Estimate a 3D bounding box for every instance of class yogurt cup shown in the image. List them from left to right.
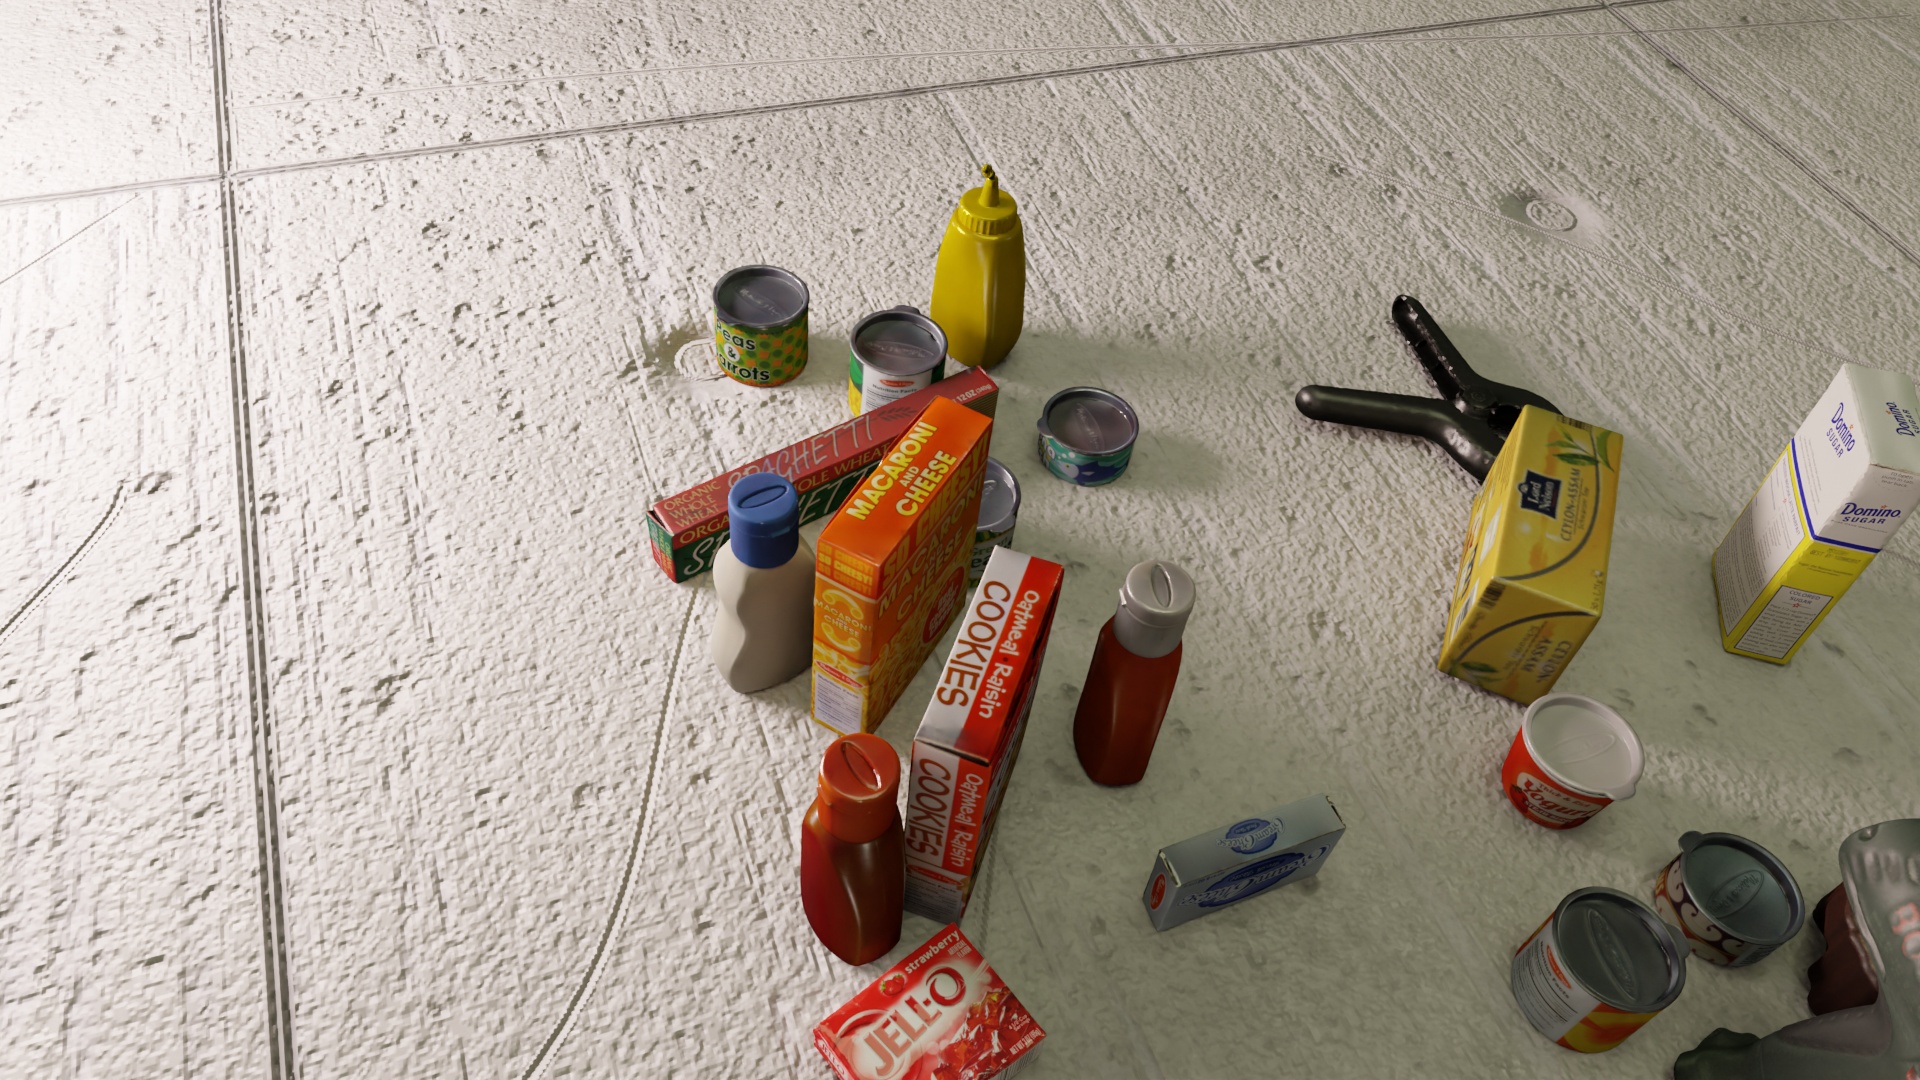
[{"bbox_3d":[0.347,0.129,0.796,0.072,0.053,0.073,3,49,-4],"label":"yogurt cup"}]

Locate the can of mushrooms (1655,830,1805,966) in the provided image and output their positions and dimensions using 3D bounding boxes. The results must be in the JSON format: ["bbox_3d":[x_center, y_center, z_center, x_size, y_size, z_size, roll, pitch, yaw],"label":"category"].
[{"bbox_3d":[0.419,0.195,0.762,0.071,0.033,0.071,3,49,-4],"label":"can of mushrooms"}]

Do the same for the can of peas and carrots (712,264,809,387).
[{"bbox_3d":[-0.140,-0.148,0.970,0.071,0.058,0.071,3,49,-4],"label":"can of peas and carrots"}]

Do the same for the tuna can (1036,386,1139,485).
[{"bbox_3d":[0.084,-0.071,0.949,0.071,0.032,0.071,3,49,-4],"label":"tuna can"}]

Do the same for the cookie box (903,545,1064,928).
[{"bbox_3d":[0.009,0.102,0.704,0.040,0.166,0.123,17,50,8],"label":"cookie box"}]

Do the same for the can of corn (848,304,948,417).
[{"bbox_3d":[-0.043,-0.117,0.956,0.071,0.058,0.071,3,49,-4],"label":"can of corn"}]

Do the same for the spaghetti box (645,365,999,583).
[{"bbox_3d":[-0.083,-0.045,0.895,0.251,0.049,0.029,-27,58,-26],"label":"spaghetti box"}]

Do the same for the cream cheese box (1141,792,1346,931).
[{"bbox_3d":[0.149,0.170,0.737,0.104,0.053,0.024,-14,53,-18],"label":"cream cheese box"}]

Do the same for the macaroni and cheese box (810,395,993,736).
[{"bbox_3d":[-0.035,0.019,0.770,0.040,0.165,0.124,25,51,14],"label":"macaroni and cheese box"}]

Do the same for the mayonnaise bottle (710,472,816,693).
[{"bbox_3d":[-0.108,0.024,0.768,0.065,0.147,0.041,-24,56,-24],"label":"mayonnaise bottle"}]

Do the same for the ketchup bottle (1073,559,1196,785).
[{"bbox_3d":[0.093,0.070,0.753,0.043,0.148,0.065,0,50,-7],"label":"ketchup bottle"}]

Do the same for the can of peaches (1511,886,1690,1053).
[{"bbox_3d":[0.328,0.221,0.713,0.071,0.057,0.071,3,49,-4],"label":"can of peaches"}]

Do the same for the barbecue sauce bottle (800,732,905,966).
[{"bbox_3d":[-0.051,0.147,0.670,0.044,0.147,0.065,-24,57,-24],"label":"barbecue sauce bottle"}]

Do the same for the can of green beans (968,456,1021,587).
[{"bbox_3d":[0.002,-0.013,0.872,0.071,0.057,0.071,3,49,-4],"label":"can of green beans"}]

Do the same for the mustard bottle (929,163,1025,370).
[{"bbox_3d":[0.016,-0.192,0.961,0.065,0.159,0.049,36,55,22],"label":"mustard bottle"}]
